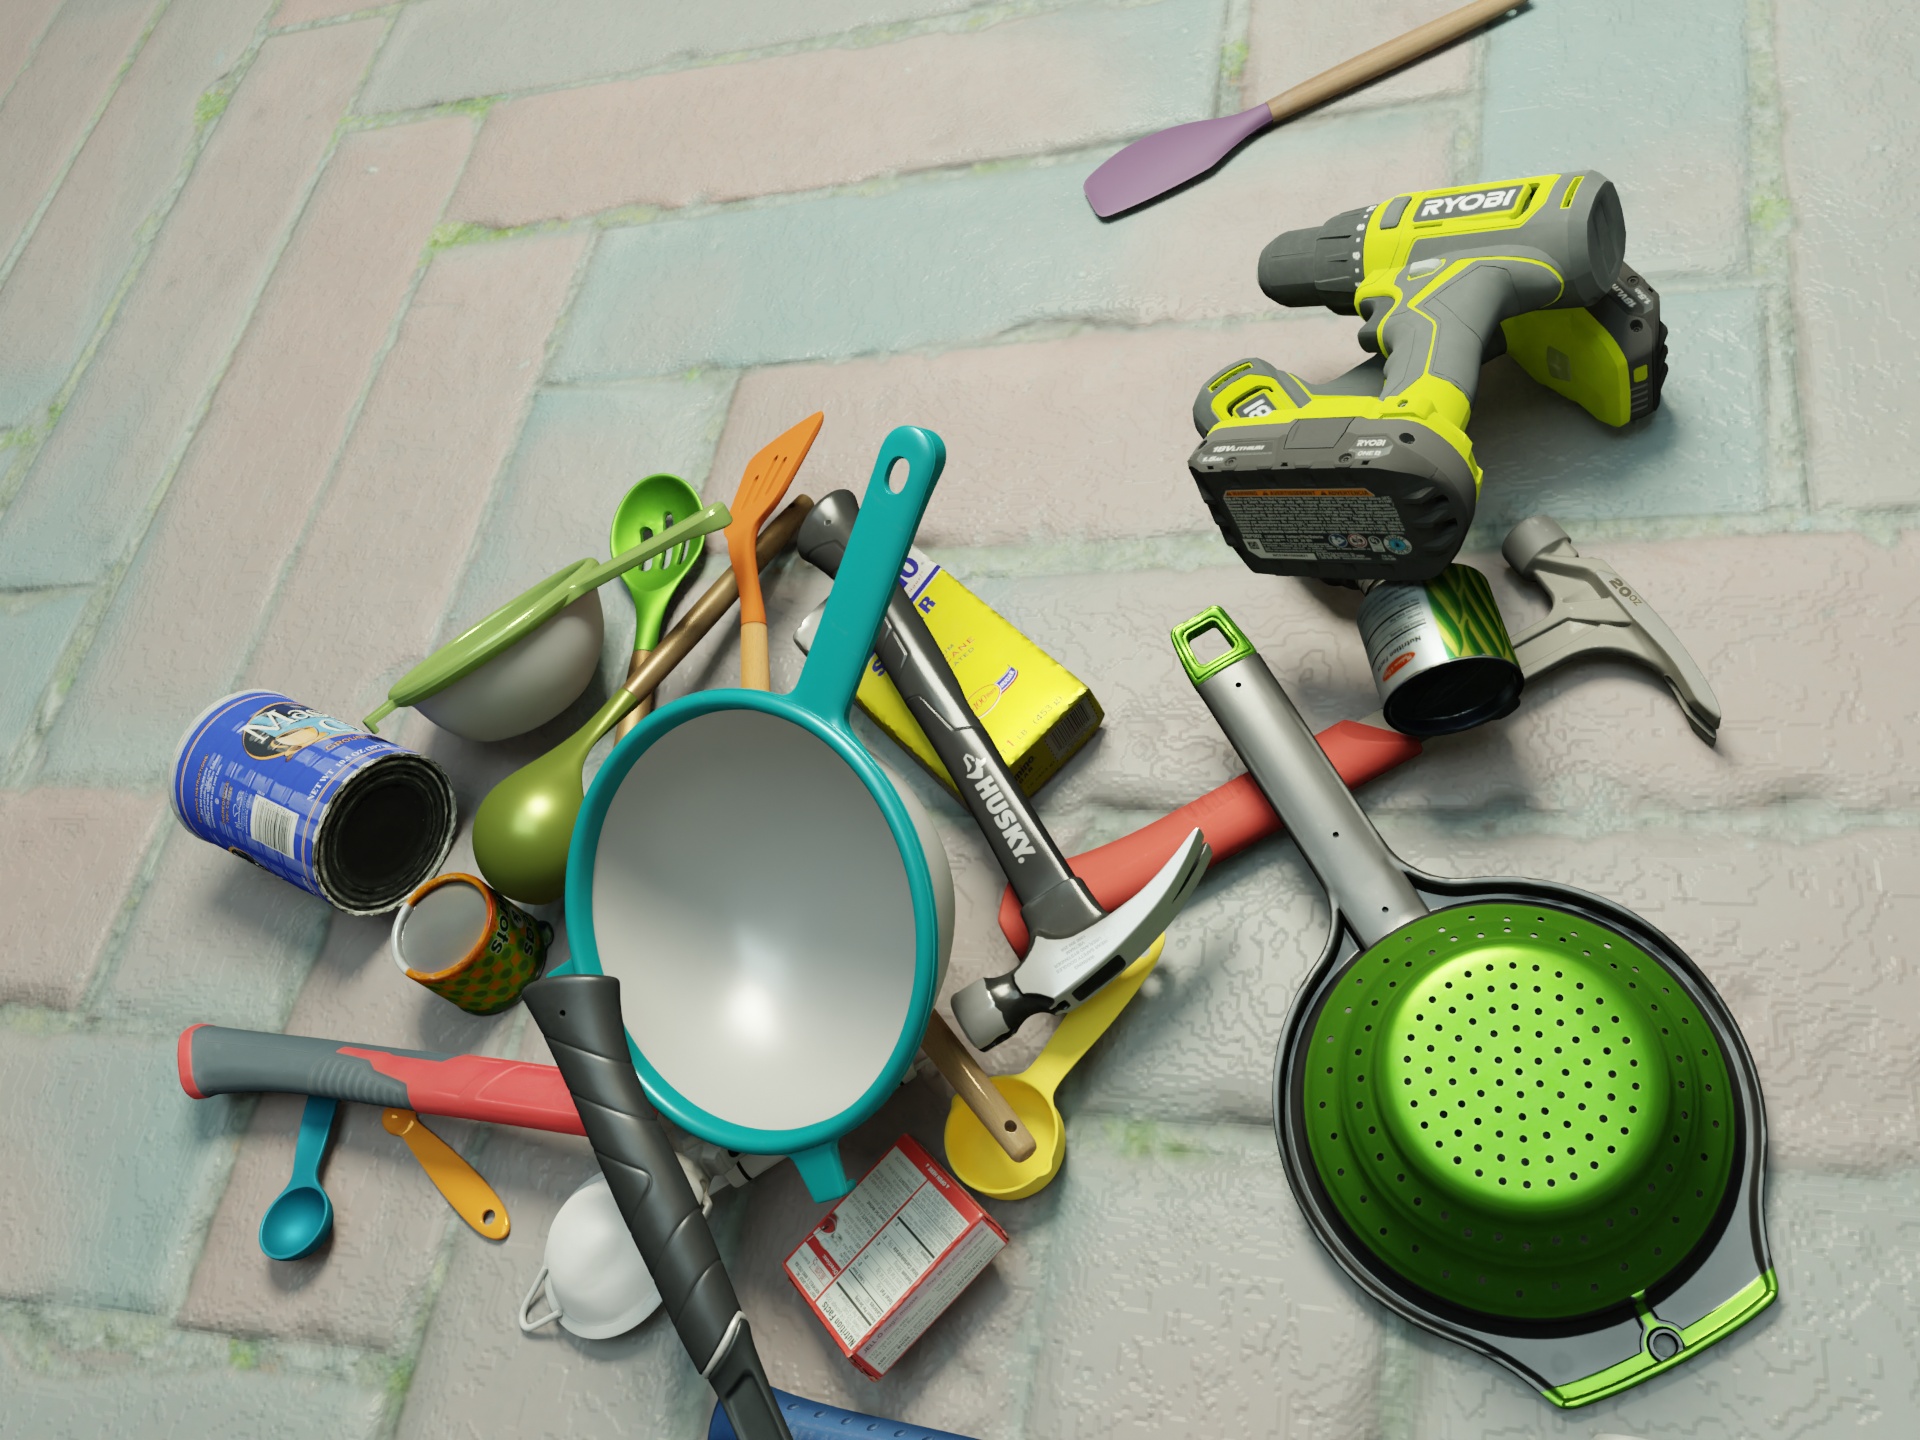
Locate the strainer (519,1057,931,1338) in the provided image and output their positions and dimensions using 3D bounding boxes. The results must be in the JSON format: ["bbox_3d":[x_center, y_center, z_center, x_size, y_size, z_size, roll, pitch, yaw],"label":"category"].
[{"bbox_3d":[-0.122,0.228,0.802,0.258,0.050,0.087,-31,50,-3],"label":"strainer"}]

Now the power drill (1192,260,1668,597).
[{"bbox_3d":[0.262,-0.172,0.875,0.223,0.080,0.171,-31,54,5],"label":"power drill"}]

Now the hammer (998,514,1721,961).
[{"bbox_3d":[0.186,0.033,0.804,0.359,0.036,0.149,-29,55,2],"label":"hammer"}]

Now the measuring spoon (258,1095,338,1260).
[{"bbox_3d":[-0.361,0.245,0.898,0.042,0.021,0.129,-13,48,12],"label":"measuring spoon"}]

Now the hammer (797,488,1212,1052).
[{"bbox_3d":[-0.001,-0.003,0.838,0.146,0.035,0.335,-32,59,3],"label":"hammer"}]

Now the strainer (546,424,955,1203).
[{"bbox_3d":[-0.057,0.031,0.736,0.211,0.095,0.340,28,105,27],"label":"strainer"}]

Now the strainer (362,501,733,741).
[{"bbox_3d":[-0.227,-0.052,0.959,0.256,0.069,0.151,-24,19,25],"label":"strainer"}]

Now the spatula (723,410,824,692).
[{"bbox_3d":[-0.112,-0.030,0.926,0.081,0.041,0.323,-22,65,45],"label":"spatula"}]

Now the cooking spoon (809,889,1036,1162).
[{"bbox_3d":[-0.062,0.099,0.816,0.069,0.017,0.319,-30,58,-22],"label":"cooking spoon"}]

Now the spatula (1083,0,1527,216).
[{"bbox_3d":[0.230,-0.421,1.067,0.316,0.018,0.060,-23,54,7],"label":"spatula"}]

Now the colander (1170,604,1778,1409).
[{"bbox_3d":[0.195,0.090,0.698,0.204,0.094,0.397,-30,63,3],"label":"colander"}]

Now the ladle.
[{"bbox_3d":[-0.176,-0.023,0.953,0.078,0.062,0.320,7,49,39],"label":"ladle"}]

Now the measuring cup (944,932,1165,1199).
[{"bbox_3d":[0.054,0.166,0.780,0.062,0.029,0.156,31,72,32],"label":"measuring cup"}]

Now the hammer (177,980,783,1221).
[{"bbox_3d":[-0.272,0.185,0.865,0.386,0.038,0.143,0,41,26],"label":"hammer"}]

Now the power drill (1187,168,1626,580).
[{"bbox_3d":[0.207,-0.182,0.802,0.191,0.080,0.229,7,56,41],"label":"power drill"}]

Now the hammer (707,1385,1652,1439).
[{"bbox_3d":[0.078,0.338,0.661,0.405,0.035,0.144,2,61,22],"label":"hammer"}]

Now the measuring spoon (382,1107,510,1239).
[{"bbox_3d":[-0.282,0.244,0.867,0.117,0.011,0.021,32,76,32],"label":"measuring spoon"}]

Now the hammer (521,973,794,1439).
[{"bbox_3d":[-0.097,0.290,0.684,0.149,0.036,0.409,-32,72,9],"label":"hammer"}]

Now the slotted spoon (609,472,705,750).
[{"bbox_3d":[-0.201,-0.017,0.985,0.070,0.031,0.314,-7,60,17],"label":"slotted spoon"}]
